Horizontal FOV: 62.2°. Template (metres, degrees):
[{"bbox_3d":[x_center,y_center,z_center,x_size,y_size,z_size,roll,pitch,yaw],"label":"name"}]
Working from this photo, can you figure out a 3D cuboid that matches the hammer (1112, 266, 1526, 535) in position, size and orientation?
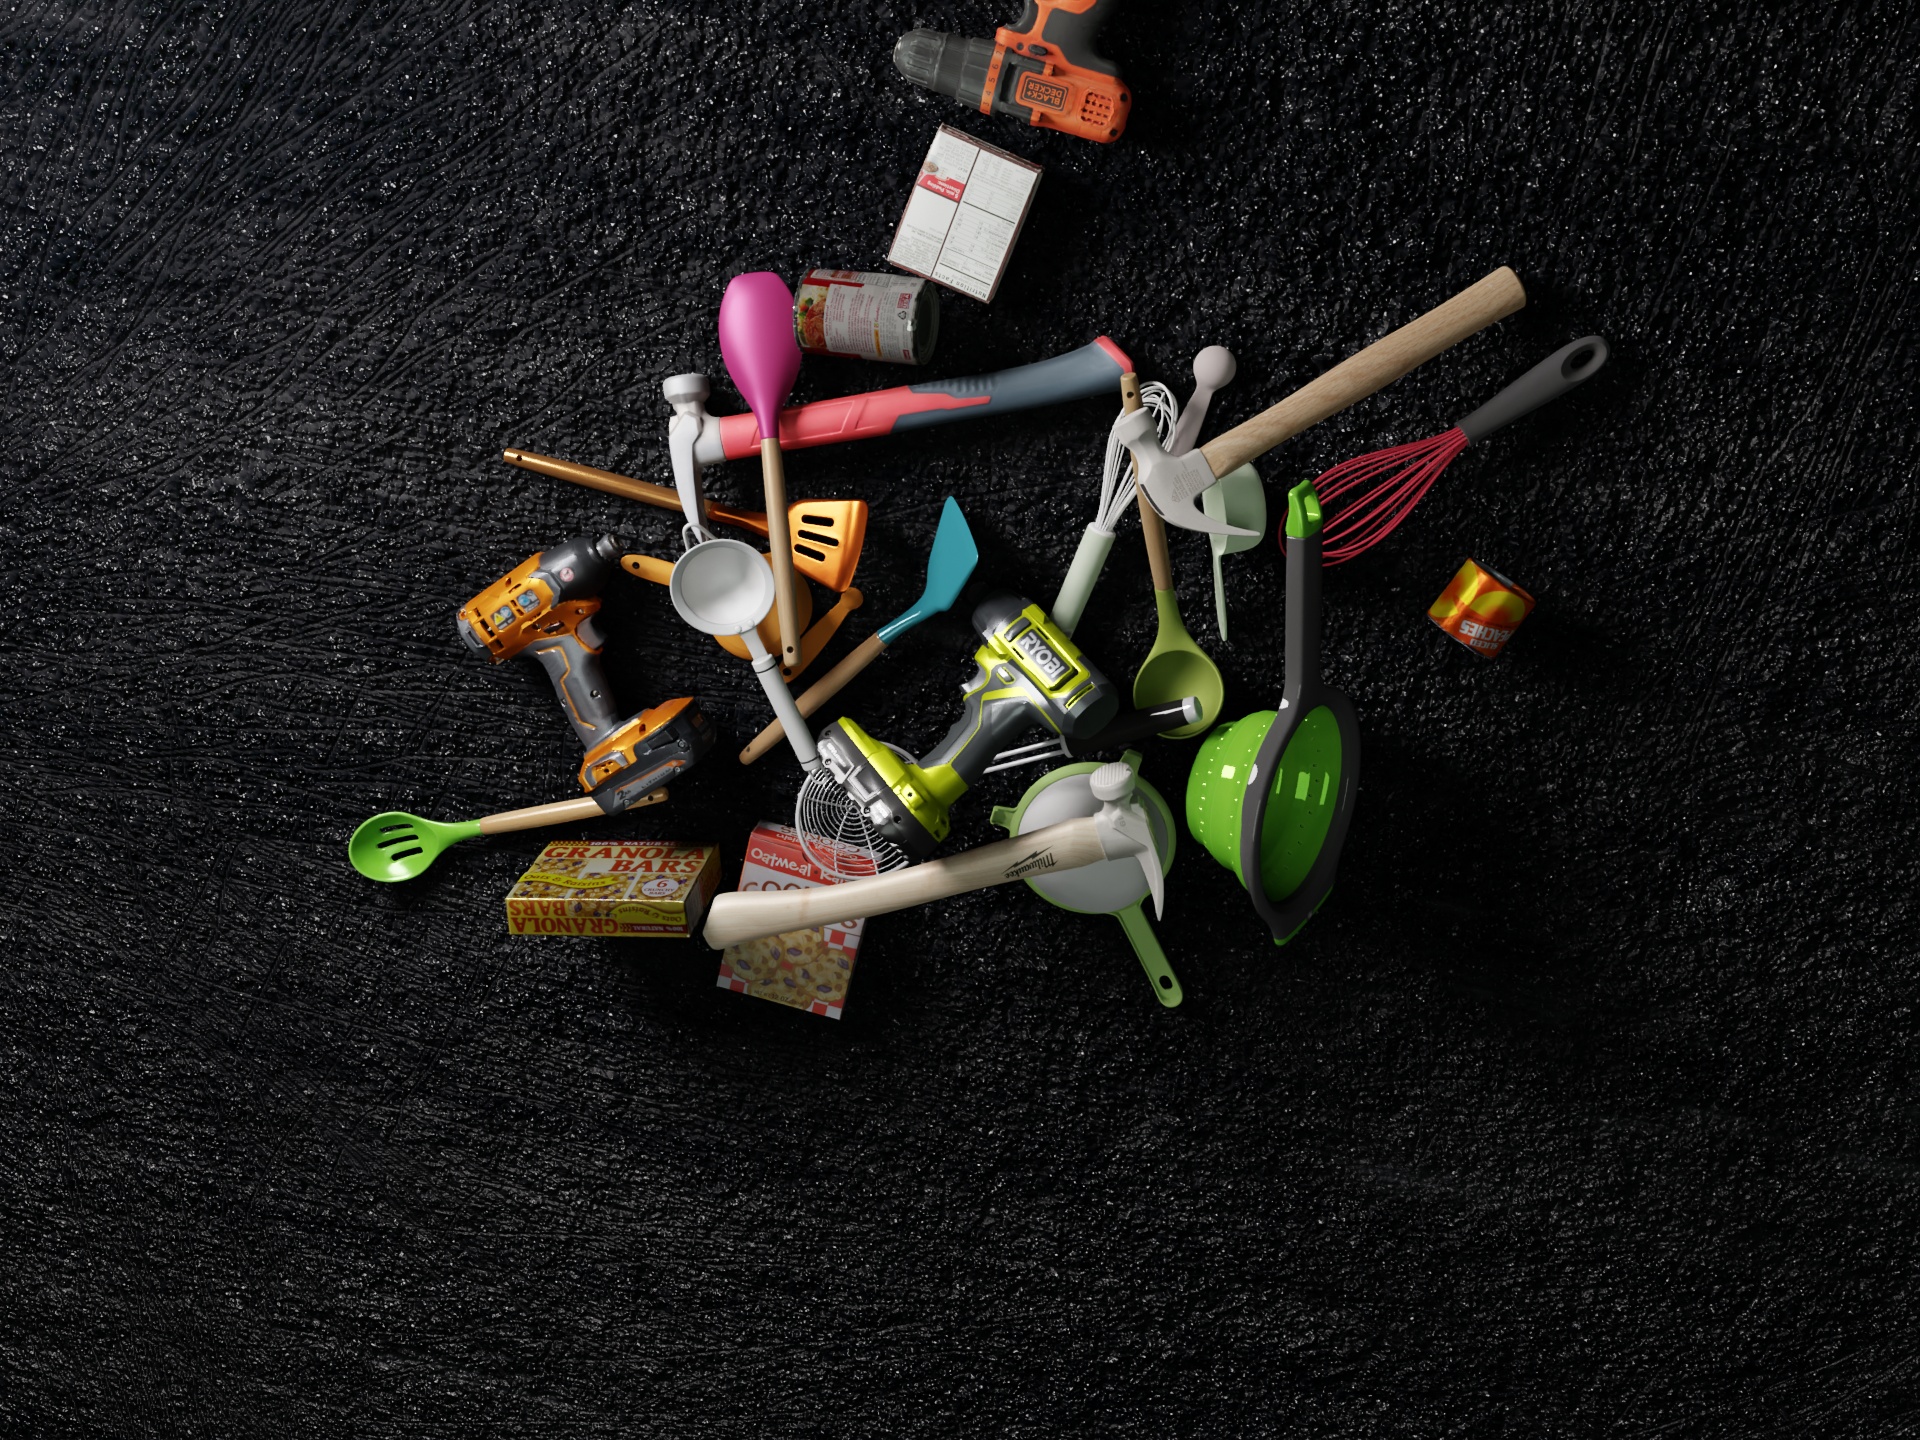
[{"bbox_3d":[0.289,-0.252,1.230,0.331,0.031,0.130,-30,102,-1],"label":"hammer"}]

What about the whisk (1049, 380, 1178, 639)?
[{"bbox_3d":[0.120,-0.166,1.326,0.057,0.059,0.246,-1,124,-39],"label":"whisk"}]

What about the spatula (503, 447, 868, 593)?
[{"bbox_3d":[-0.237,-0.187,1.358,0.322,0.041,0.081,15,95,2],"label":"spatula"}]

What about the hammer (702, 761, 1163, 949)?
[{"bbox_3d":[-0.028,0.149,1.390,0.410,0.038,0.146,-14,116,13],"label":"hammer"}]

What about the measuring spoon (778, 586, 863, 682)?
[{"bbox_3d":[-0.127,-0.073,1.404,0.021,0.011,0.117,40,110,-9],"label":"measuring spoon"}]

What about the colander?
[{"bbox_3d":[0.248,-0.010,1.309,0.094,0.204,0.396,15,124,34],"label":"colander"}]

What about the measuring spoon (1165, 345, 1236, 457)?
[{"bbox_3d":[0.190,-0.245,1.299,0.034,0.018,0.124,21,112,-2],"label":"measuring spoon"}]

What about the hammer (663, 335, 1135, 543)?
[{"bbox_3d":[-0.047,-0.240,1.303,0.386,0.038,0.143,-8,93,7],"label":"hammer"}]

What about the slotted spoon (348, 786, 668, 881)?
[{"bbox_3d":[-0.424,0.097,1.495,0.314,0.031,0.070,-11,109,8],"label":"slotted spoon"}]

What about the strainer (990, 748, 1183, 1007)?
[{"bbox_3d":[0.141,0.163,1.433,0.151,0.069,0.256,-24,105,14],"label":"strainer"}]

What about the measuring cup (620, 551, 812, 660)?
[{"bbox_3d":[-0.216,-0.108,1.378,0.173,0.052,0.095,17,112,-2],"label":"measuring cup"}]

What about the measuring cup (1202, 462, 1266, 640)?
[{"bbox_3d":[0.230,-0.139,1.318,0.038,0.083,0.167,-11,126,-2],"label":"measuring cup"}]

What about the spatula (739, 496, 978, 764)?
[{"bbox_3d":[-0.093,-0.062,1.386,0.317,0.082,0.044,-40,138,22],"label":"spatula"}]

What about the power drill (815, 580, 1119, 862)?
[{"bbox_3d":[-0.002,-0.004,1.327,0.223,0.080,0.171,-40,60,-2],"label":"power drill"}]

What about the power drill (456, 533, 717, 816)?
[{"bbox_3d":[-0.315,-0.047,1.400,0.164,0.084,0.226,-32,100,17],"label":"power drill"}]

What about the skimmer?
[{"bbox_3d":[0.030,0.048,1.365,0.363,0.090,0.127,-16,107,25],"label":"skimmer"}]

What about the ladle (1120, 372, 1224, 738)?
[{"bbox_3d":[0.161,-0.127,1.298,0.078,0.062,0.319,-5,122,15],"label":"ladle"}]

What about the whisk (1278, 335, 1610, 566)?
[{"bbox_3d":[0.384,-0.217,1.271,0.296,0.073,0.073,-33,104,10],"label":"whisk"}]

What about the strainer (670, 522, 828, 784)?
[{"bbox_3d":[-0.171,-0.055,1.343,0.087,0.050,0.258,-22,110,6],"label":"strainer"}]

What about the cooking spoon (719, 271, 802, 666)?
[{"bbox_3d":[-0.151,-0.202,1.290,0.069,0.017,0.319,-5,94,6],"label":"cooking spoon"}]
